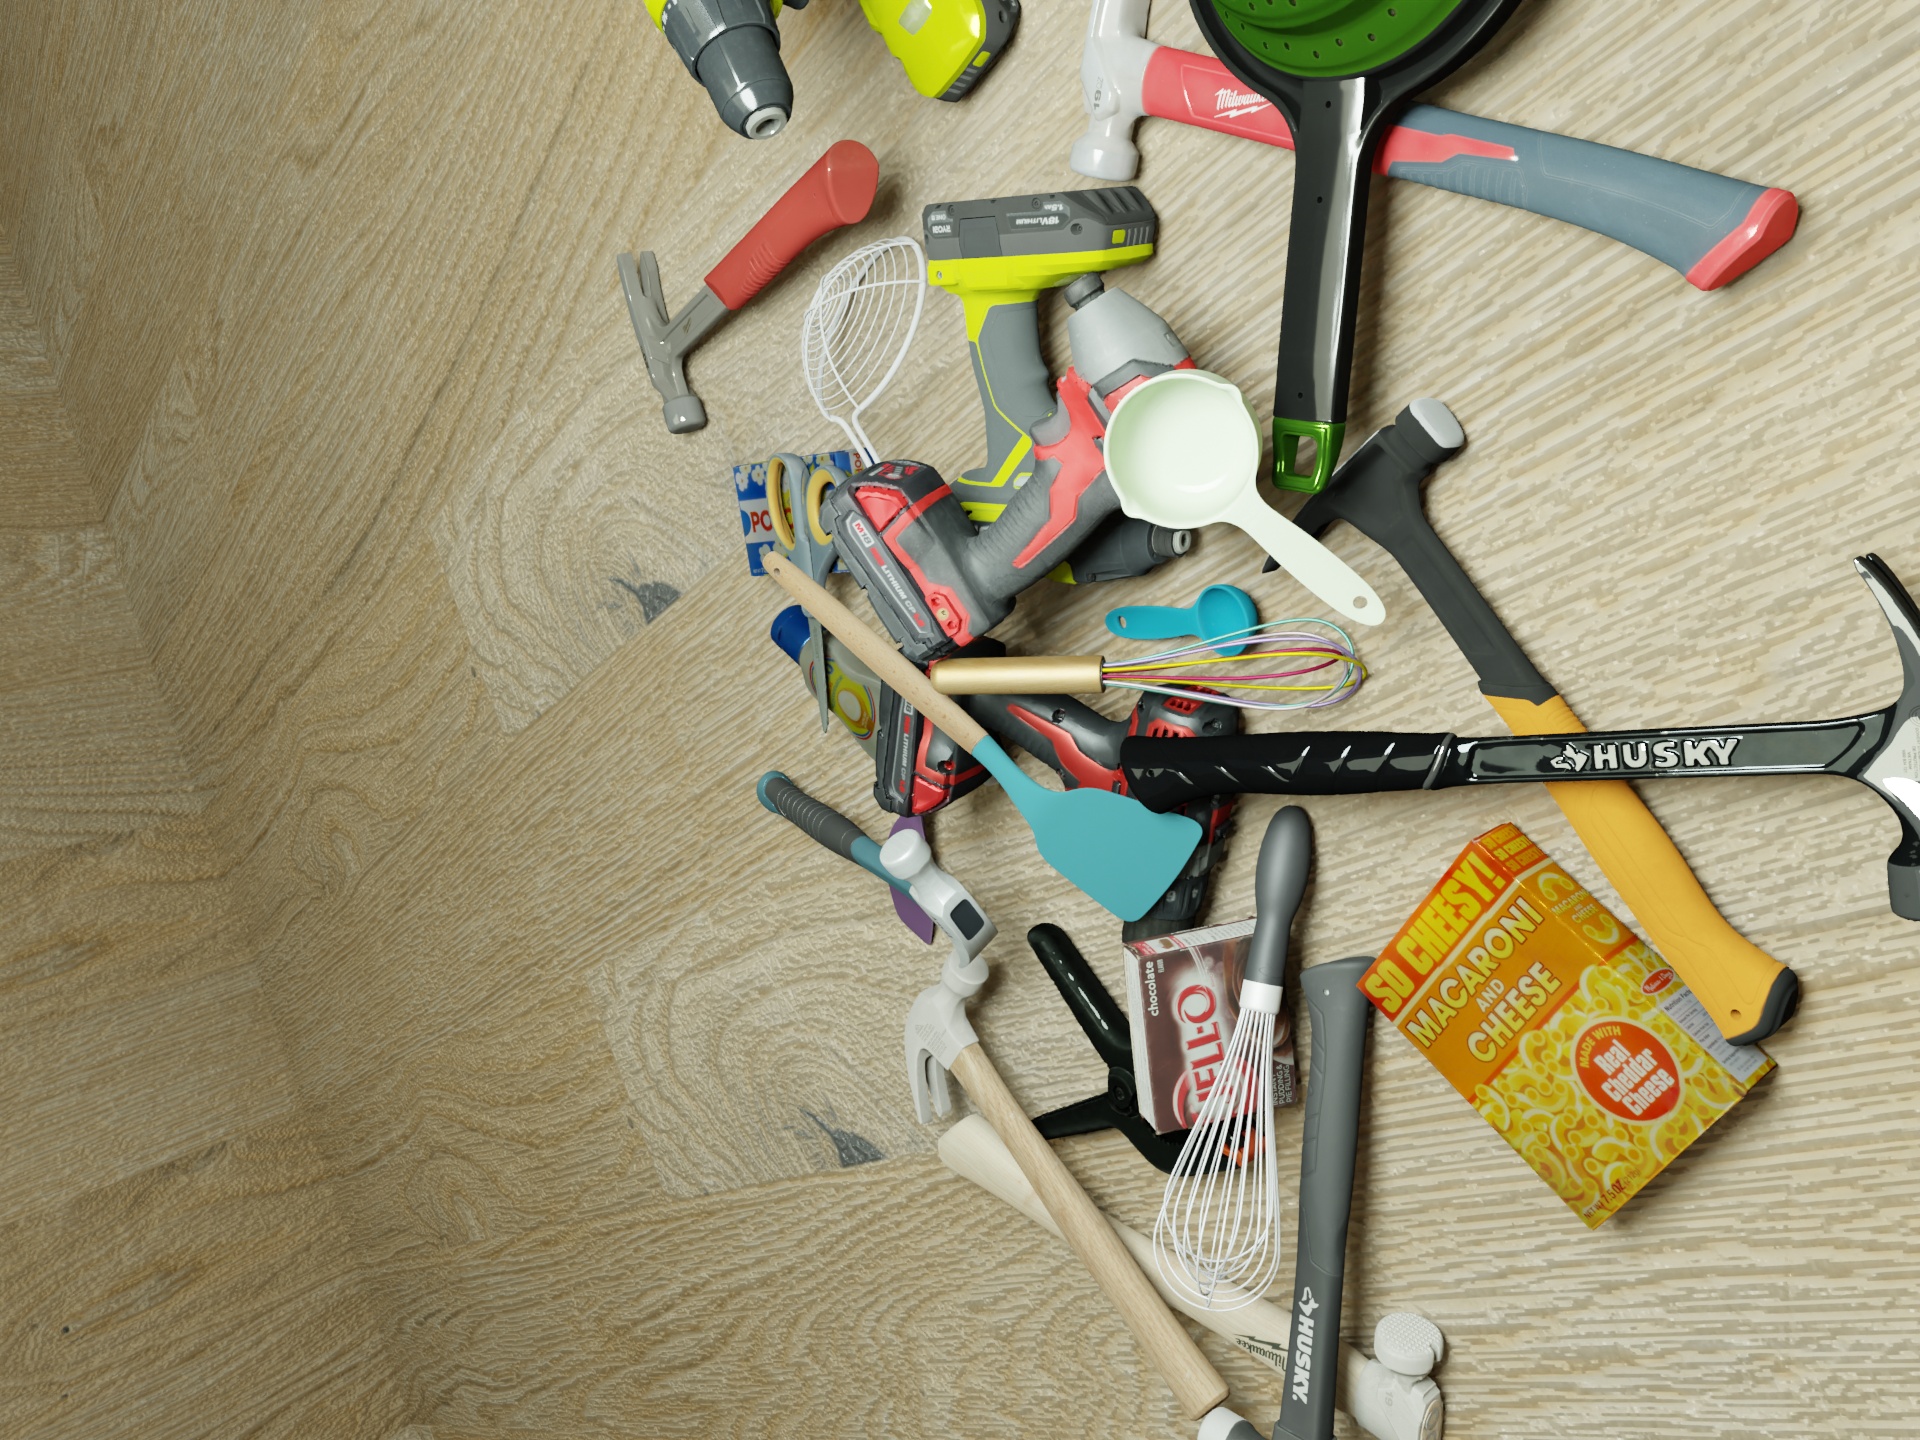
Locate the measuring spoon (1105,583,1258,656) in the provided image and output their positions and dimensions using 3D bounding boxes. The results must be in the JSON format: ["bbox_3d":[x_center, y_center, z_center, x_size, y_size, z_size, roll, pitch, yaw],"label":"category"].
[{"bbox_3d":[0.132,-0.061,0.942,0.129,0.021,0.042,4,110,57],"label":"measuring spoon"}]

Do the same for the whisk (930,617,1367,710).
[{"bbox_3d":[0.101,-0.029,0.885,0.245,0.047,0.051,0,99,17],"label":"whisk"}]

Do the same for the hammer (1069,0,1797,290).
[{"bbox_3d":[0.207,-0.295,0.758,0.387,0.038,0.143,32,123,38],"label":"hammer"}]

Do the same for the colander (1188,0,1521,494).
[{"bbox_3d":[0.152,-0.299,0.717,0.205,0.094,0.397,18,113,43],"label":"colander"}]

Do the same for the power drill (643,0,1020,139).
[{"bbox_3d":[-0.080,-0.412,0.895,0.080,0.228,0.191,-35,76,48],"label":"power drill"}]

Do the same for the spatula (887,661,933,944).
[{"bbox_3d":[-0.034,0.034,1.117,0.060,0.018,0.315,39,140,37],"label":"spatula"}]

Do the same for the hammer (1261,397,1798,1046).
[{"bbox_3d":[0.281,0.009,0.779,0.337,0.034,0.127,59,137,17],"label":"hammer"}]

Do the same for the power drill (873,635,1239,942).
[{"bbox_3d":[0.060,0.048,0.989,0.227,0.080,0.187,18,117,28],"label":"power drill"}]

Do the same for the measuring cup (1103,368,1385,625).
[{"bbox_3d":[0.146,-0.108,0.790,0.167,0.038,0.083,40,117,-2],"label":"measuring cup"}]

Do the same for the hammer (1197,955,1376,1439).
[{"bbox_3d":[0.211,0.297,0.909,0.146,0.035,0.335,10,99,48],"label":"hammer"}]

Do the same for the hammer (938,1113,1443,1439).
[{"bbox_3d":[0.133,0.377,1.067,0.411,0.038,0.146,18,117,44],"label":"hammer"}]

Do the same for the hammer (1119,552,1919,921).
[{"bbox_3d":[0.247,0.014,0.759,0.409,0.036,0.149,-3,96,42],"label":"hammer"}]

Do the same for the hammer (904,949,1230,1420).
[{"bbox_3d":[0.065,0.318,1.073,0.332,0.031,0.130,51,133,27],"label":"hammer"}]

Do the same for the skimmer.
[{"bbox_3d":[-0.016,-0.137,1.069,0.127,0.090,0.363,-6,108,56],"label":"skimmer"}]

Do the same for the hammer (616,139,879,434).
[{"bbox_3d":[-0.156,-0.323,1.119,0.359,0.036,0.149,-16,90,59],"label":"hammer"}]

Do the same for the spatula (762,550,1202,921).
[{"bbox_3d":[-0.002,-0.003,0.950,0.318,0.044,0.082,42,123,18],"label":"spatula"}]

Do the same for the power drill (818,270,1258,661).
[{"bbox_3d":[0.038,-0.137,0.874,0.219,0.078,0.143,-28,99,28],"label":"power drill"}]

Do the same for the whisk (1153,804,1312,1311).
[{"bbox_3d":[0.165,0.188,0.894,0.070,0.070,0.285,5,81,48],"label":"whisk"}]

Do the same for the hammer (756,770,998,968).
[{"bbox_3d":[-0.074,0.090,1.138,0.128,0.033,0.331,51,166,-27],"label":"hammer"}]

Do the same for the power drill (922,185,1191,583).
[{"bbox_3d":[0.056,-0.193,0.935,0.171,0.080,0.223,10,114,39],"label":"power drill"}]
